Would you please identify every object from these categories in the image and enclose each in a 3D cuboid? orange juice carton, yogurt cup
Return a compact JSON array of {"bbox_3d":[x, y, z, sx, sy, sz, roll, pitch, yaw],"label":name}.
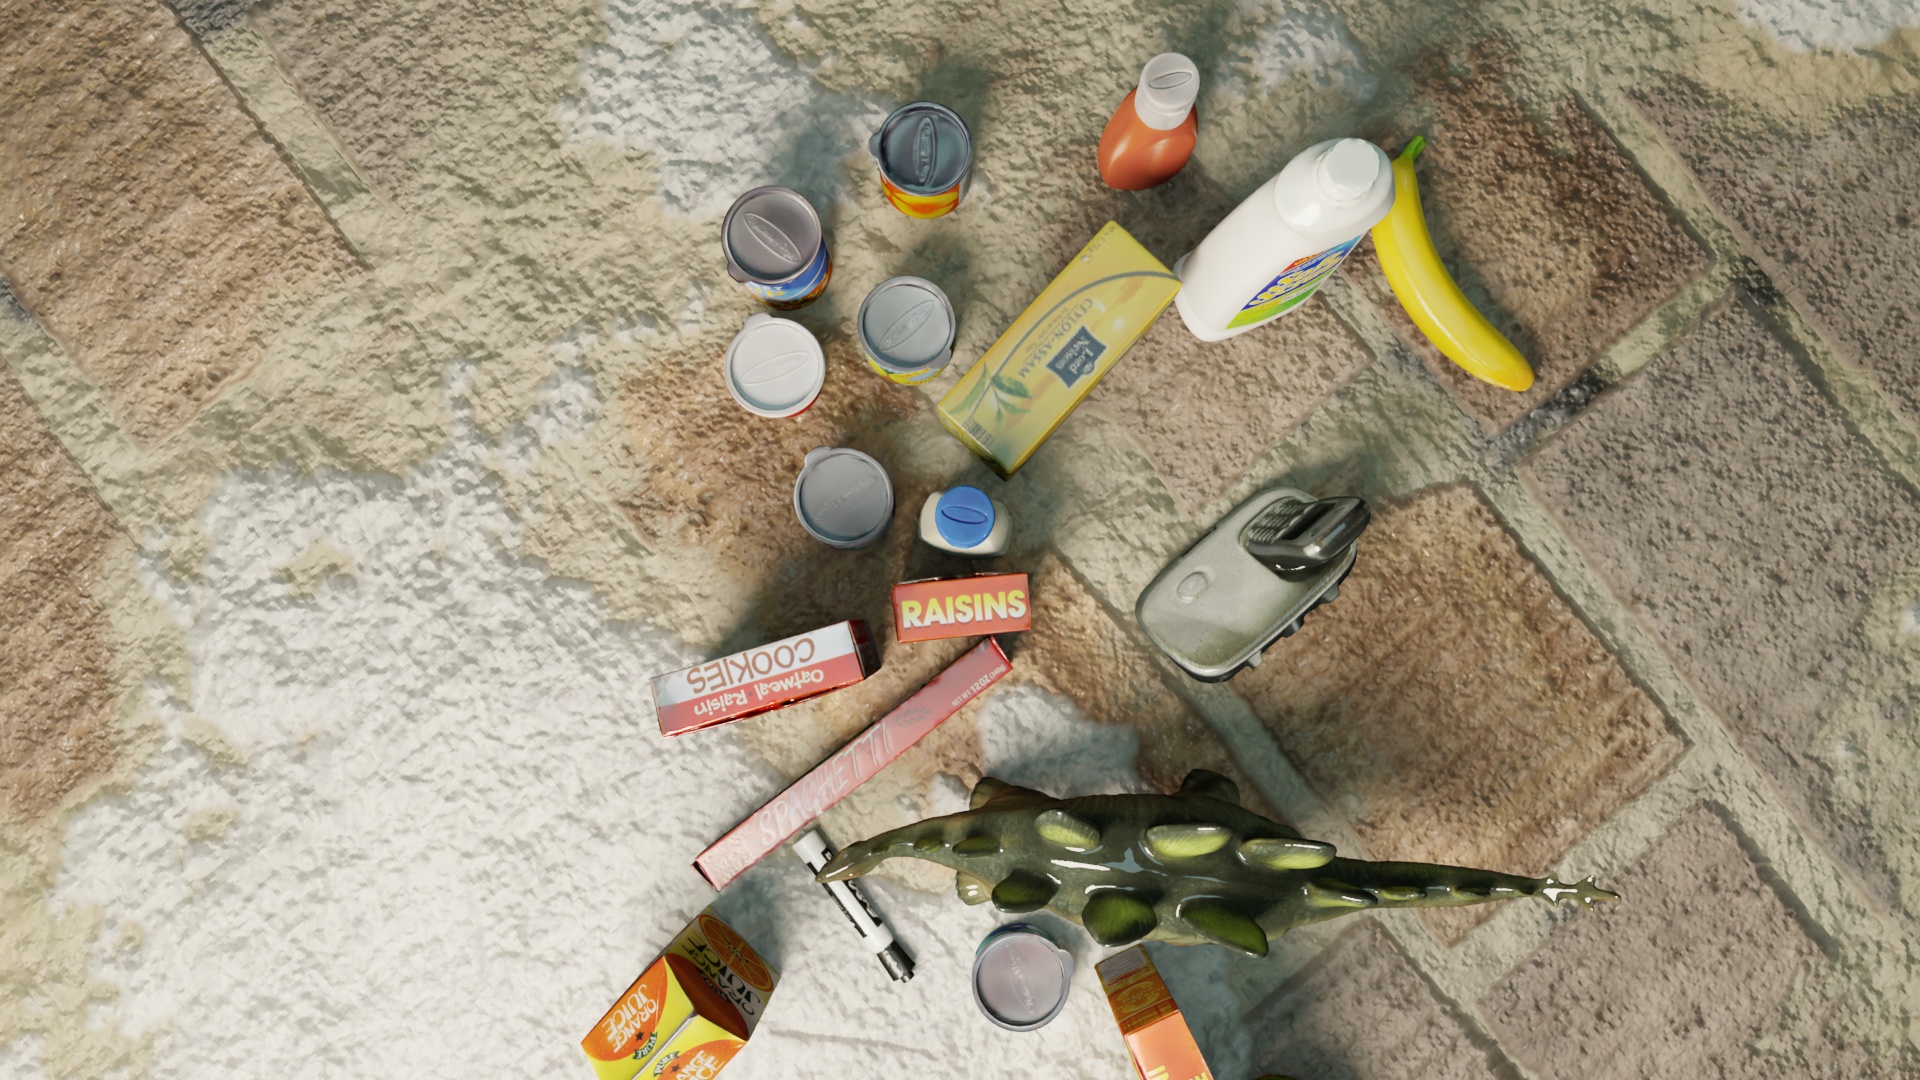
[{"bbox_3d":[-0.172,0.294,0.857,0.073,0.192,0.072,44,88,2],"label":"orange juice carton"},{"bbox_3d":[-0.125,-0.115,0.956,0.072,0.054,0.072,0,86,0],"label":"yogurt cup"}]

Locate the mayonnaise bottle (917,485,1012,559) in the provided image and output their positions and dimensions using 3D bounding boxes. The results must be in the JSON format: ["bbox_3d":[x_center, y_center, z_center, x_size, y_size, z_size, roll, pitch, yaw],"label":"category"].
[{"bbox_3d":[0.003,-0.011,0.902,0.065,0.148,0.041,11,87,1],"label":"mayonnaise bottle"}]

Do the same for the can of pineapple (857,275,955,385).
[{"bbox_3d":[-0.035,-0.141,0.956,0.071,0.058,0.071,0,86,0],"label":"can of pineapple"}]

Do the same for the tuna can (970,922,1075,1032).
[{"bbox_3d":[0.042,0.293,0.938,0.071,0.033,0.071,0,86,0],"label":"tuna can"}]

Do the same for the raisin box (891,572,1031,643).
[{"bbox_3d":[0.001,0.044,0.910,0.086,0.123,0.040,-5,87,0],"label":"raisin box"}]

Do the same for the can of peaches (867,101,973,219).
[{"bbox_3d":[-0.027,-0.263,0.965,0.071,0.058,0.071,0,86,0],"label":"can of peaches"}]

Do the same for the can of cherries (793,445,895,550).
[{"bbox_3d":[-0.078,-0.030,0.948,0.071,0.058,0.071,0,86,0],"label":"can of cherries"}]

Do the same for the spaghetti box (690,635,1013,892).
[{"bbox_3d":[-0.071,0.149,0.939,0.250,0.050,0.028,-37,87,-3],"label":"spaghetti box"}]

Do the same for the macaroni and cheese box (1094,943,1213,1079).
[{"bbox_3d":[0.134,0.335,0.868,0.040,0.166,0.123,-26,87,-2],"label":"macaroni and cheese box"}]

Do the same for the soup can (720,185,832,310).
[{"bbox_3d":[-0.125,-0.195,0.947,0.071,0.083,0.071,0,86,0],"label":"soup can"}]

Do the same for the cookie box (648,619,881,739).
[{"bbox_3d":[-0.118,0.086,0.885,0.123,0.167,0.040,-17,87,-1],"label":"cookie box"}]

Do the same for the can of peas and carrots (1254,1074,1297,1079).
[{"bbox_3d":[0.218,0.396,0.918,0.071,0.058,0.071,0,86,0],"label":"can of peas and carrots"}]

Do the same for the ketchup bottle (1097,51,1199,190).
[{"bbox_3d":[0.129,-0.276,0.921,0.065,0.148,0.043,-15,87,-1],"label":"ketchup bottle"}]
